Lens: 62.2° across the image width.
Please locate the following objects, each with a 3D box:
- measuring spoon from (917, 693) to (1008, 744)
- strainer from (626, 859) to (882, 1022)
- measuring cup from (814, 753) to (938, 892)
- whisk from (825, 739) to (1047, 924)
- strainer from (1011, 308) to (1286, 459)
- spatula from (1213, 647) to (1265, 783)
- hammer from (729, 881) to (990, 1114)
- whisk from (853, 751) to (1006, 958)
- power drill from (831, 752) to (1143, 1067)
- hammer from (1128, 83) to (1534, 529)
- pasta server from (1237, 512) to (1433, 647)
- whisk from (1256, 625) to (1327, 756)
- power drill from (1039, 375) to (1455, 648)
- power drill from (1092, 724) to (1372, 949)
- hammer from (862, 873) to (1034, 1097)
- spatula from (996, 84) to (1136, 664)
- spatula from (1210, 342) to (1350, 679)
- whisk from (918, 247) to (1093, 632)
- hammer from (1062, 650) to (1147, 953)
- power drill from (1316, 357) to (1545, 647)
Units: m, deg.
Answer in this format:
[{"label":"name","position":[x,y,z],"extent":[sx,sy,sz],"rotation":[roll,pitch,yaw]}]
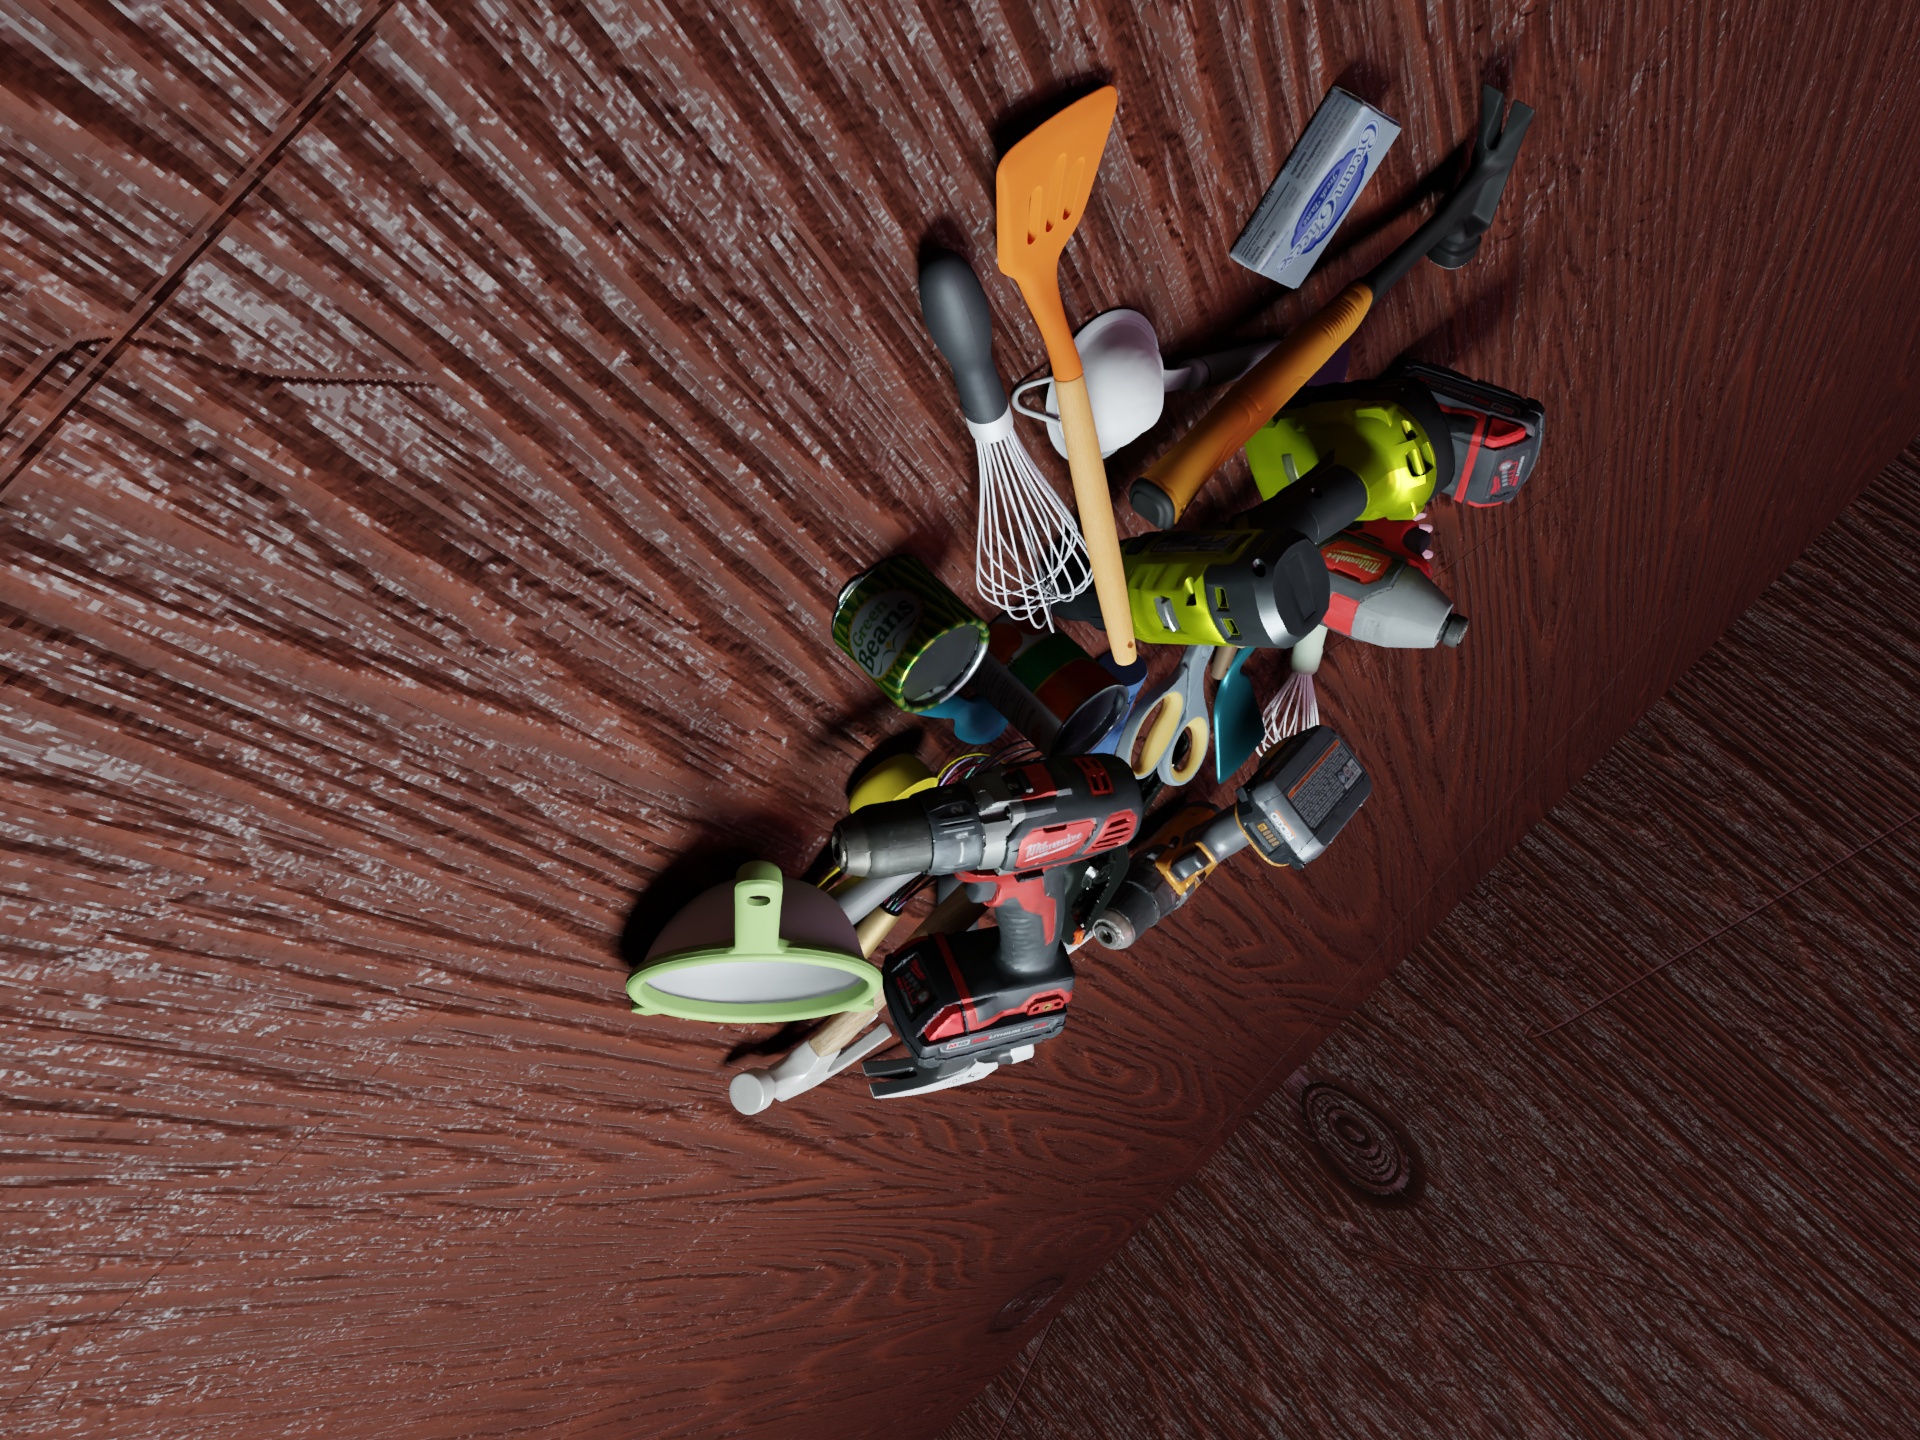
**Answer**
[{"label":"measuring spoon","position":[-0.002,-0.003,1.009],"extent":[0.042,0.021,0.128],"rotation":[-52,155,13]},{"label":"strainer","position":[-0.117,0.109,0.908],"extent":[0.151,0.069,0.256],"rotation":[1,154,-8]},{"label":"measuring cup","position":[-0.074,0.076,1.026],"extent":[0.156,0.029,0.062],"rotation":[-46,164,30]},{"label":"whisk","position":[-0.025,0.087,1.028],"extent":[0.239,0.055,0.055],"rotation":[-35,155,4]},{"label":"strainer","position":[0.129,-0.196,0.905],"extent":[0.258,0.050,0.086],"rotation":[-24,133,-44]},{"label":"spatula","position":[0.249,-0.084,1.242],"extent":[0.082,0.044,0.317],"rotation":[-40,155,-39]},{"label":"hammer","position":[-0.027,0.163,1.127],"extent":[0.331,0.031,0.130],"rotation":[-47,161,23]},{"label":"whisk","position":[-0.041,0.111,1.110],"extent":[0.047,0.051,0.245],"rotation":[19,121,-32]},{"label":"power drill","position":[0.004,0.117,0.987],"extent":[0.188,0.080,0.226],"rotation":[-9,137,-21]},{"label":"hammer","position":[0.215,-0.231,0.926],"extent":[0.337,0.034,0.127],"rotation":[-45,161,-19]},{"label":"pasta server","position":[0.292,-0.105,1.231],"extent":[0.316,0.040,0.060],"rotation":[-28,117,-49]},{"label":"whisk","position":[0.297,-0.042,1.375],"extent":[0.059,0.058,0.246],"rotation":[-8,141,-6]},{"label":"power drill","position":[0.172,-0.120,0.958],"extent":[0.228,0.191,0.080],"rotation":[-39,118,-31]},{"label":"power drill","position":[0.217,0.107,1.340],"extent":[0.185,0.084,0.226],"rotation":[-39,-178,-42]},{"label":"hammer","position":[-0.008,0.195,1.251],"extent":[0.146,0.035,0.334],"rotation":[-15,140,-13]},{"label":"spatula","position":[0.065,-0.152,0.804],"extent":[0.081,0.041,0.322],"rotation":[-41,135,-27]},{"label":"spatula","position":[0.227,-0.140,1.155],"extent":[0.060,0.018,0.315],"rotation":[-36,153,-33]},{"label":"whisk","position":[0.021,-0.134,0.816],"extent":[0.070,0.070,0.284],"rotation":[-41,150,-10]},{"label":"hammer","position":[0.084,0.095,1.269],"extent":[0.144,0.035,0.405],"rotation":[-28,149,-32]},{"label":"power drill","position":[0.308,-0.140,1.084],"extent":[0.220,0.143,0.078],"rotation":[-51,156,-28]}]
